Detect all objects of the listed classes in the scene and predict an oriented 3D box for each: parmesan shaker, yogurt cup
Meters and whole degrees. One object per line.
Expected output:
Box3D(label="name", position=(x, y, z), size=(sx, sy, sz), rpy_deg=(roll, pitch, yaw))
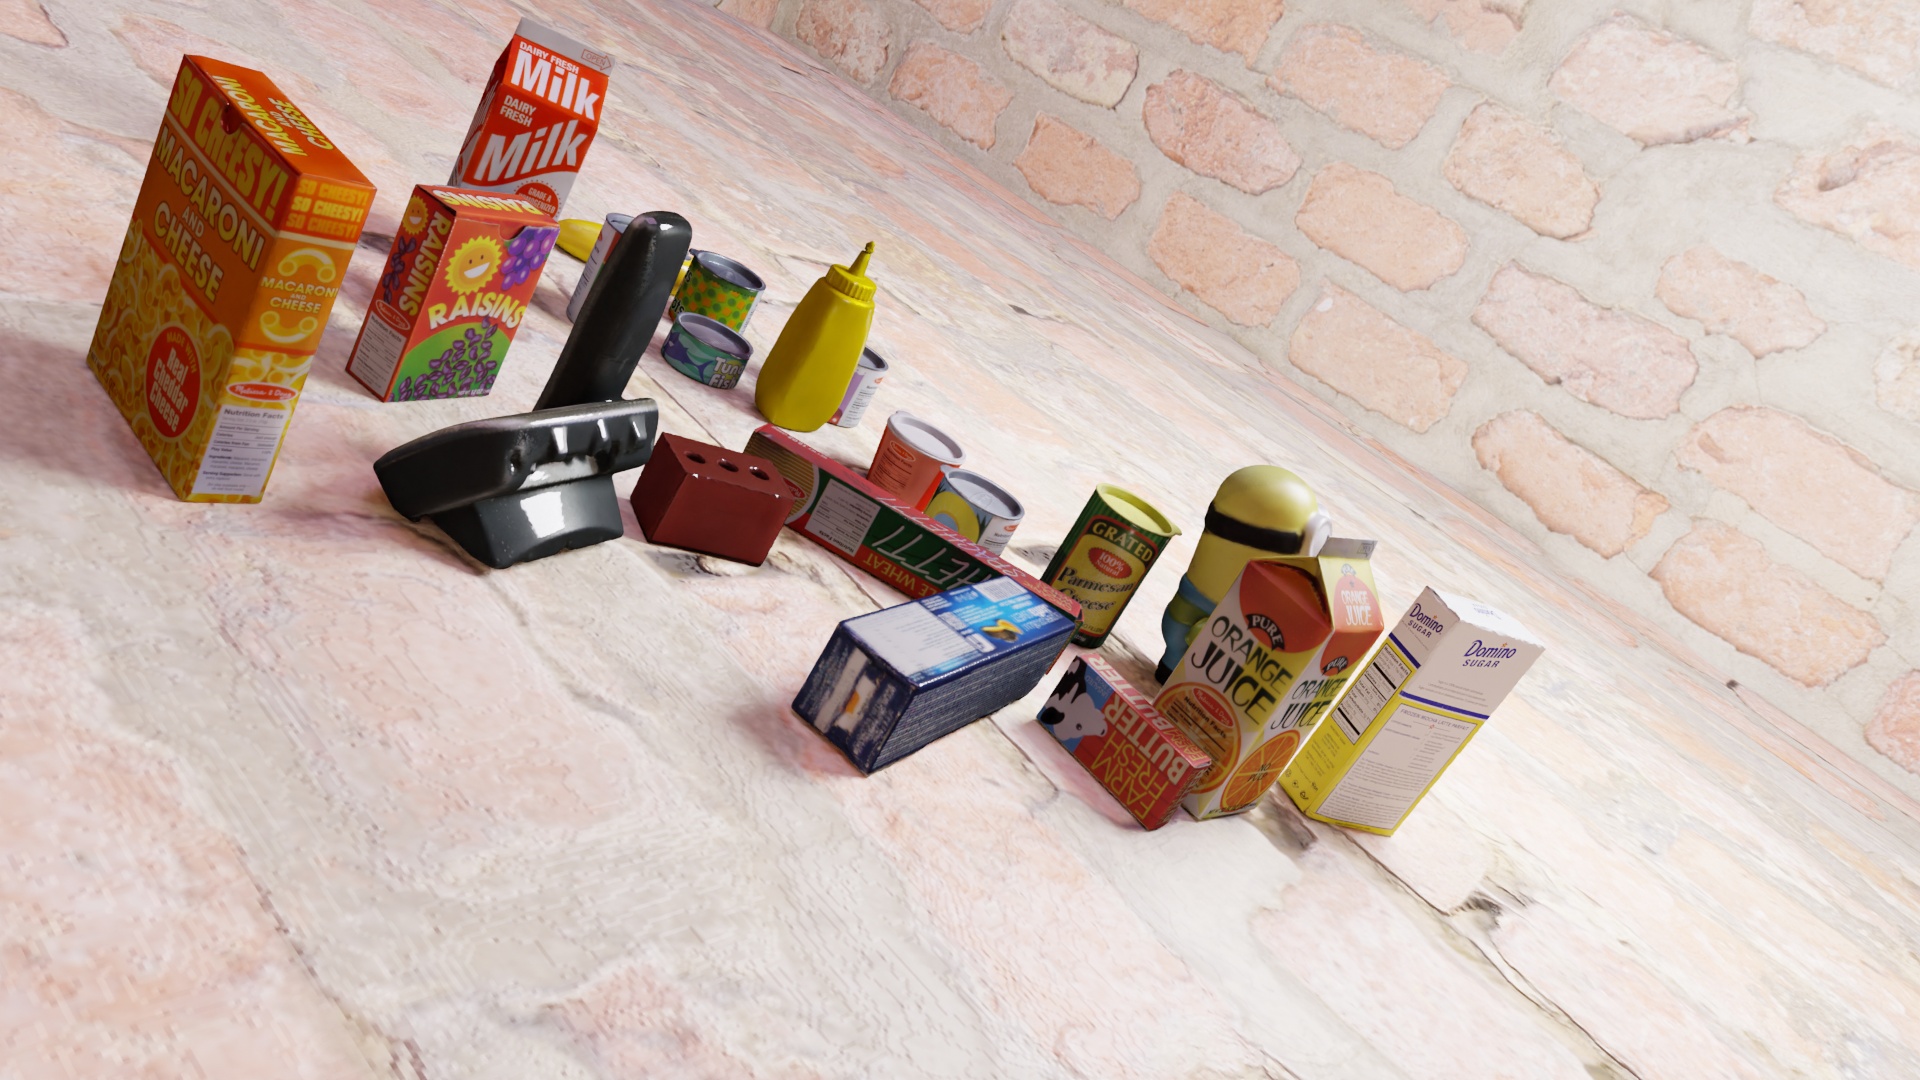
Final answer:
Box3D(label="parmesan shaker", position=(0.104, 0.020, 1.006), size=(0.071, 0.102, 0.071), rpy_deg=(26, 20, -10))
Box3D(label="yogurt cup", position=(-0.037, -0.058, 1.071), size=(0.072, 0.053, 0.073), rpy_deg=(26, 20, -10))

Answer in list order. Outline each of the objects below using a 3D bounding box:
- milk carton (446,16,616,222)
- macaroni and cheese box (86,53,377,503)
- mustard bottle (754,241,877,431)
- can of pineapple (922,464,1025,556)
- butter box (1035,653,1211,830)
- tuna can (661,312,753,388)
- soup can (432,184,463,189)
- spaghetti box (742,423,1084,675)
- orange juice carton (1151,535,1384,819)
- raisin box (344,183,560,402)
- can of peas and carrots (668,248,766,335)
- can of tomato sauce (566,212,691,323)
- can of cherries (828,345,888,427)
Box3D(label="milk carton", position=(-0.319, -0.275, 1.003), size=(0.072, 0.189, 0.074), rpy_deg=(18, 23, -30))
Box3D(label="macaroni and cheese box", position=(-0.340, -0.119, 0.639), size=(0.124, 0.166, 0.040), rpy_deg=(41, 22, 29))
Box3D(label="mustard bottle", position=(-0.102, -0.161, 1.072), size=(0.065, 0.159, 0.049), rpy_deg=(8, 29, -46))
Box3D(label="can of pineapple", position=(0.004, -0.013, 1.013), size=(0.071, 0.057, 0.071), rpy_deg=(26, 20, -10))
Box3D(label="butter box", position=(0.097, 0.119, 0.833), size=(0.104, 0.053, 0.024), rpy_deg=(43, 23, 32))
Box3D(label="tuna can", position=(-0.198, -0.148, 1.096), size=(0.071, 0.032, 0.071), rpy_deg=(26, 20, -10))
Box3D(label="soup can", position=(-0.331, -0.180, 0.915), size=(0.071, 0.083, 0.071), rpy_deg=(26, 20, -10))
Box3D(label="spaghetti box", position=(-0.036, 0.006, 0.926), size=(0.250, 0.050, 0.029), rpy_deg=(30, 20, 0))
Box3D(label="orange juice carton", position=(0.191, 0.076, 0.862), size=(0.072, 0.192, 0.073), rpy_deg=(5, 31, -49))
Box3D(label="raisin box", position=(-0.298, -0.144, 0.818), size=(0.040, 0.123, 0.086), rpy_deg=(36, 21, 17))
Box3D(label="can of peas and carrots", position=(-0.209, -0.206, 1.180), size=(0.071, 0.058, 0.071), rpy_deg=(26, 20, -10))
Box3D(label="can of tomato sauce", position=(-0.253, -0.197, 1.062), size=(0.071, 0.082, 0.071), rpy_deg=(26, 20, -10))
Box3D(label="can of cherries", position=(-0.104, -0.136, 1.158), size=(0.071, 0.058, 0.072), rpy_deg=(26, 20, -10))
